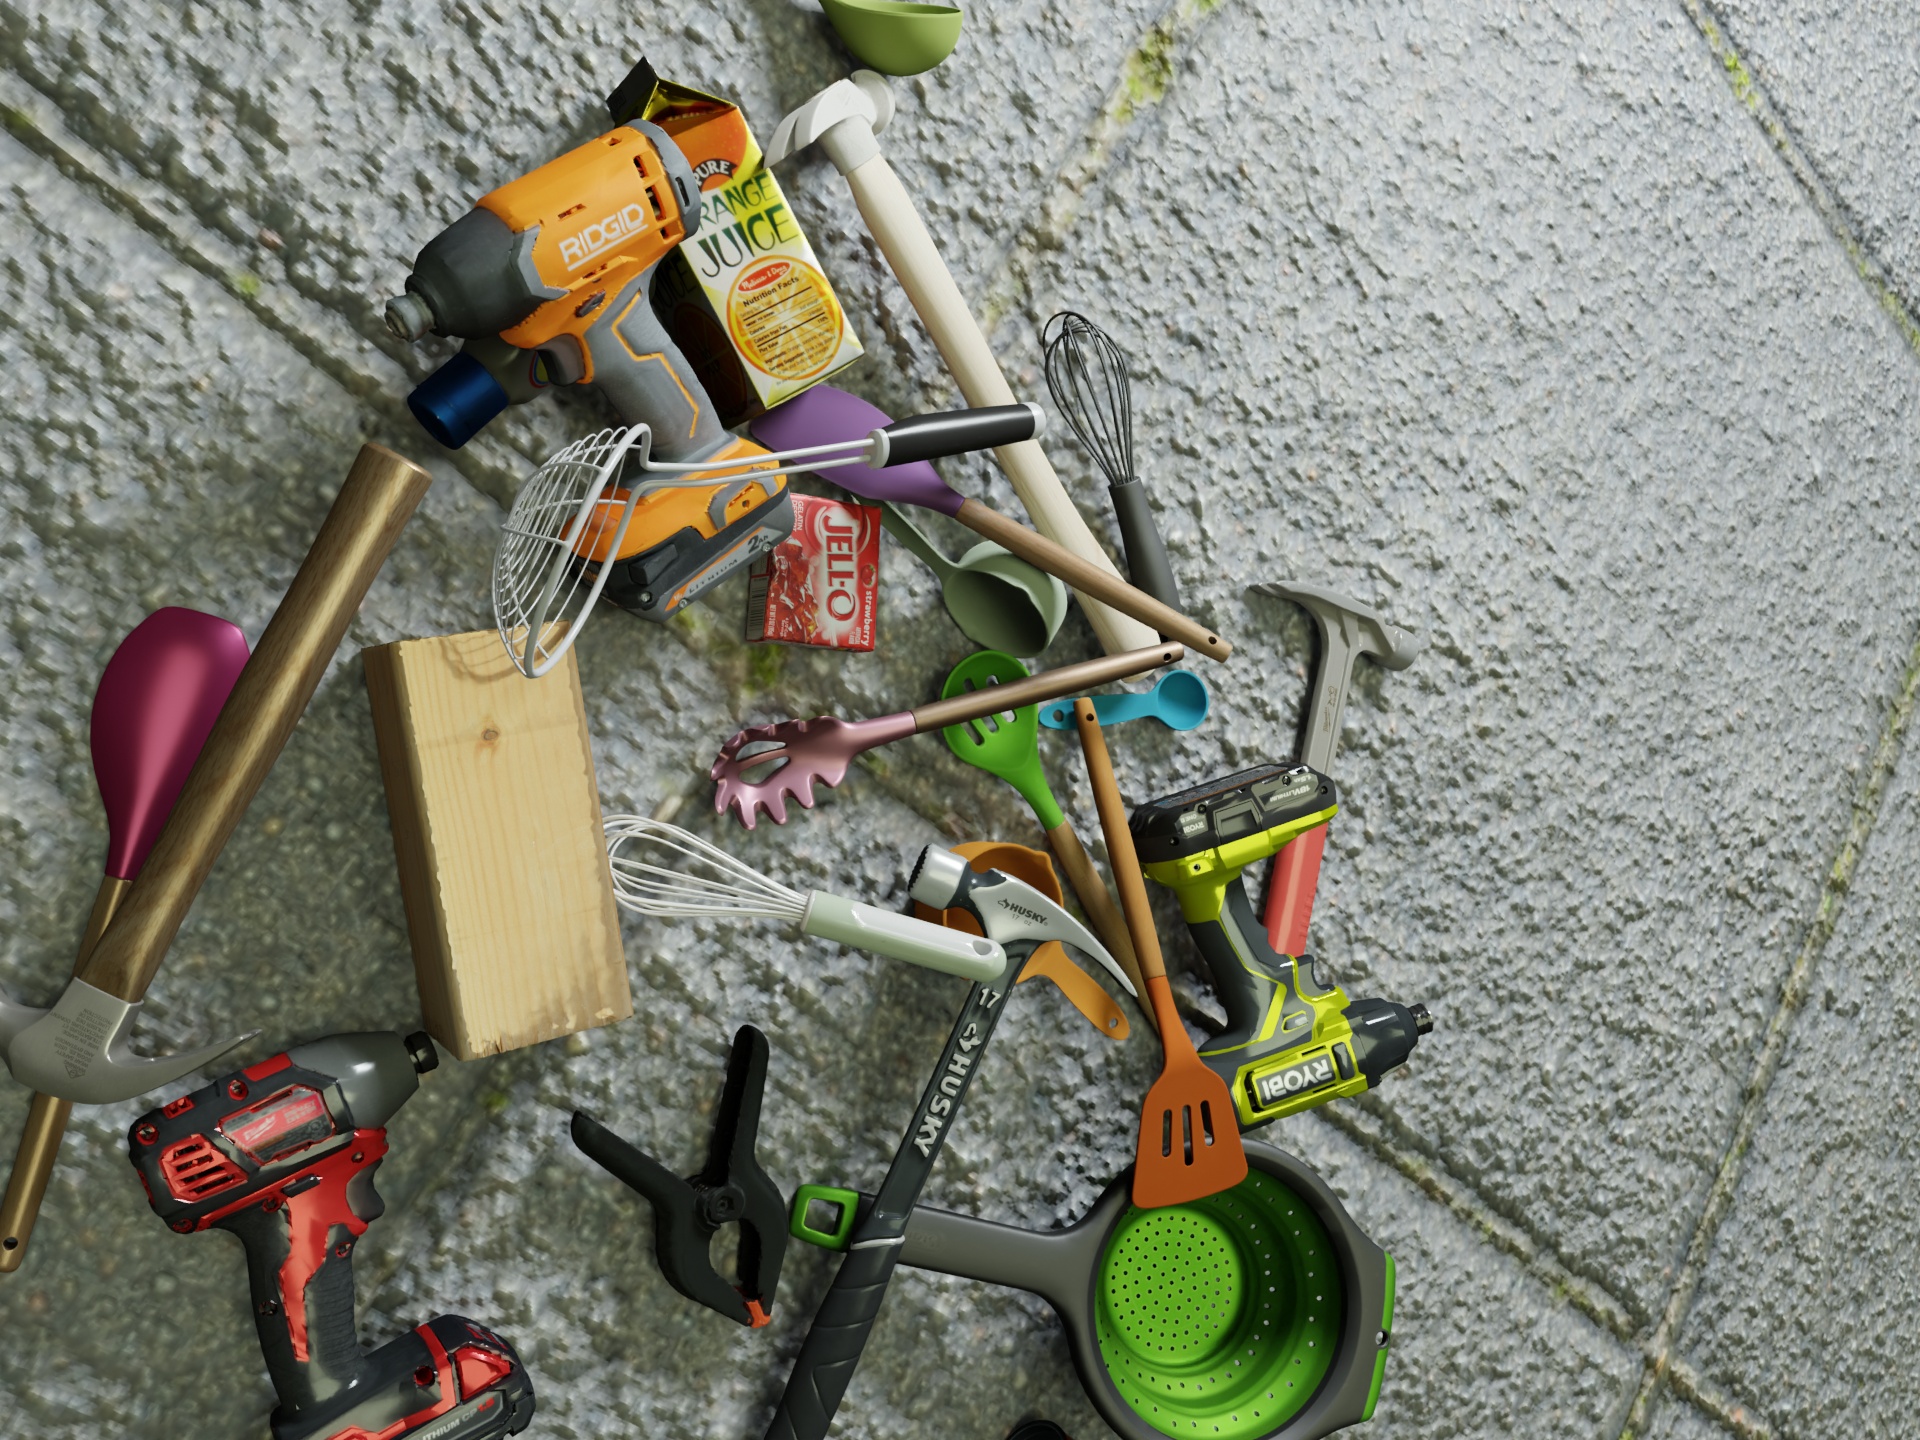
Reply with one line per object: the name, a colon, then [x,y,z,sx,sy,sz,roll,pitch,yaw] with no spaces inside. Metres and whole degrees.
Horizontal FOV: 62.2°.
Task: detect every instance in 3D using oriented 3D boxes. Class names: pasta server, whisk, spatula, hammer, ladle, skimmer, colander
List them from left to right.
hammer: [-0.337,0.023,0.741,0.130,0.031,0.331,28,85,-6]
ladle: [-0.130,-0.490,0.909,0.320,0.078,0.062,38,110,-20]
whisk: [-0.092,0.103,0.883,0.246,0.058,0.059,17,123,-6]
skimmer: [-0.076,-0.111,0.816,0.363,0.127,0.090,-18,59,-38]
hammer: [-0.035,0.286,0.924,0.149,0.036,0.409,24,87,-7]
pasta server: [-0.002,-0.003,0.960,0.316,0.040,0.060,-15,112,-18]
hammer: [0.017,-0.190,0.973,0.410,0.038,0.146,58,29,-21]
spatula: [0.023,-0.116,0.949,0.316,0.018,0.060,29,67,-2]
colander: [0.078,0.350,1.017,0.397,0.094,0.204,16,76,-12]
whisk: [0.106,-0.156,1.055,0.055,0.055,0.238,-29,108,-28]
spatula: [0.113,0.142,1.013,0.081,0.041,0.323,-9,76,-18]
hammer: [0.237,0.084,1.133,0.149,0.037,0.359,18,80,-29]

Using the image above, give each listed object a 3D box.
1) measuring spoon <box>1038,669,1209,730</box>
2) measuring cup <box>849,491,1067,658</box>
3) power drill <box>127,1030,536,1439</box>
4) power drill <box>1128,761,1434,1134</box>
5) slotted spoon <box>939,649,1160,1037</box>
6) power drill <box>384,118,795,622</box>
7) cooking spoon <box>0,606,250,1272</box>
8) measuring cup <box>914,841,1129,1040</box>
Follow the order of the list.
measuring spoon: [0.107,-0.008,1.072,0.128,0.021,0.042,-7,86,-22]
measuring cup: [-0.003,-0.107,0.982,0.167,0.083,0.038,42,60,-7]
power drill: [-0.301,0.266,0.791,0.143,0.078,0.219,-24,99,-29]
power drill: [0.213,0.147,1.063,0.171,0.080,0.223,-18,93,-9]
slotted spoon: [0.071,0.089,1.040,0.070,0.031,0.313,-35,109,-16]
power drill: [-0.184,-0.166,0.812,0.164,0.084,0.226,-38,133,-26]
cooking spoon: [-0.407,0.100,0.758,0.068,0.017,0.319,17,80,-28]
measuring cup: [0.041,0.146,1.008,0.173,0.052,0.095,46,68,-24]
